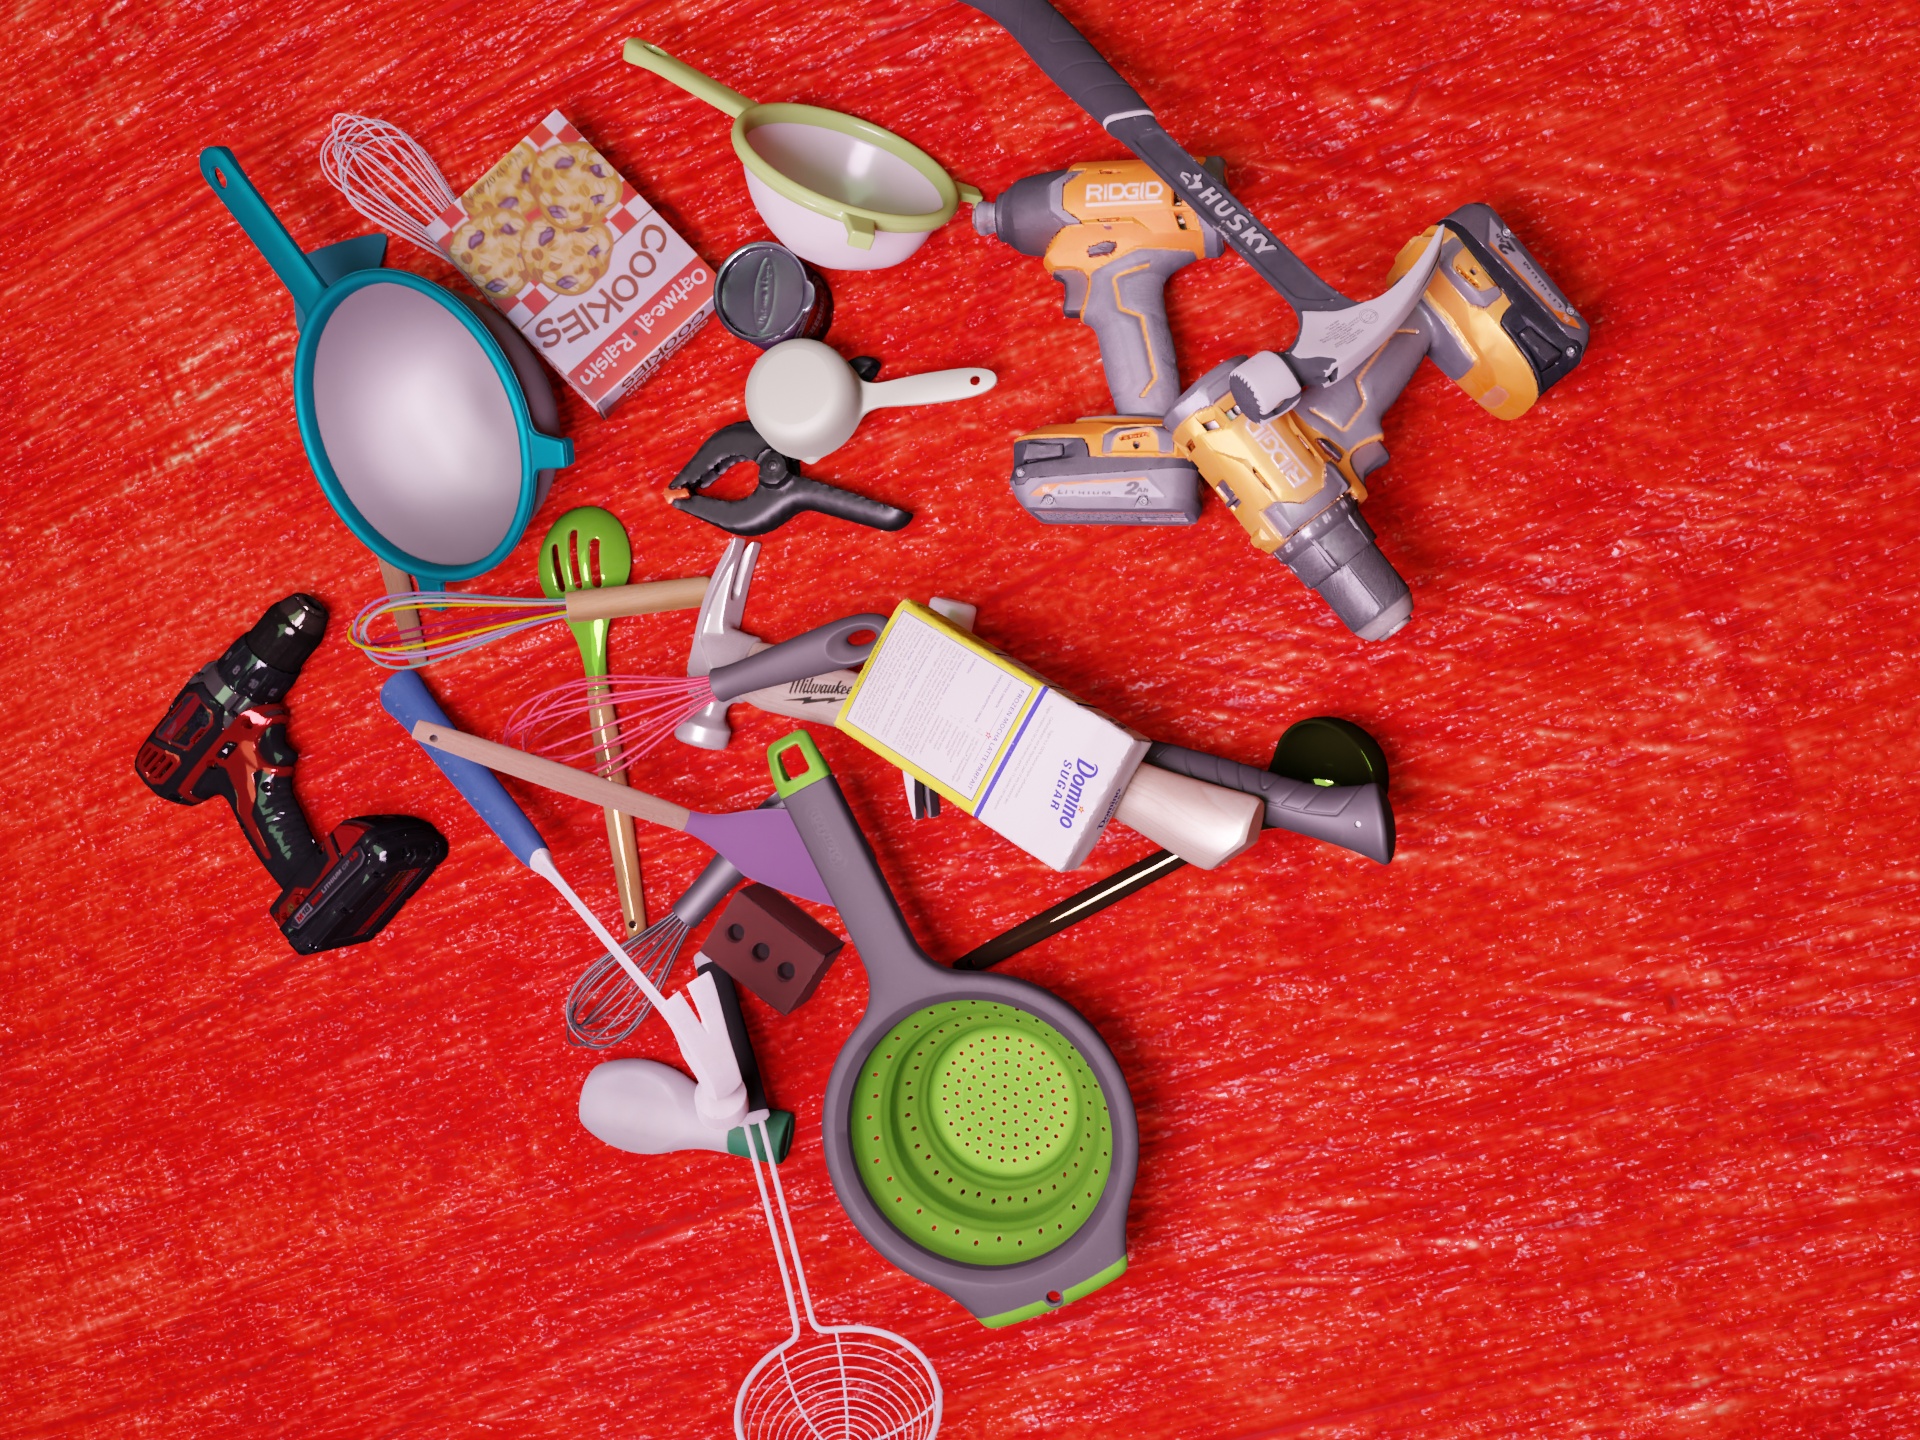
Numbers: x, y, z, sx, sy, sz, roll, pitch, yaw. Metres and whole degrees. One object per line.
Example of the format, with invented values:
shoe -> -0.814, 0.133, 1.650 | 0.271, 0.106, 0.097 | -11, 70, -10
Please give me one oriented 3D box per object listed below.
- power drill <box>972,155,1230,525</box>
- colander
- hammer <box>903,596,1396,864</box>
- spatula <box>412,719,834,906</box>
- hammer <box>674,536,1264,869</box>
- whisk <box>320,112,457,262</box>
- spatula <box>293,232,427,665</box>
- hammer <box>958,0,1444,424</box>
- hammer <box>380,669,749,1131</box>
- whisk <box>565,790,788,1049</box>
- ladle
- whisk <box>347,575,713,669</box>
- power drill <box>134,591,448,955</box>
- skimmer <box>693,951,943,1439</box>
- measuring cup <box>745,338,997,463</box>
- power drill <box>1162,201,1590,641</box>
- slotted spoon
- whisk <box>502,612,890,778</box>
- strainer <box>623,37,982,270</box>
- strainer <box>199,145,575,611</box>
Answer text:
power drill -> 0.084, -0.242, 1.010 | 0.164, 0.084, 0.226 | 3, 89, 14
colander -> -0.017, 0.186, 1.043 | 0.204, 0.094, 0.397 | -28, 86, 13
hammer -> 0.109, 0.030, 1.001 | 0.335, 0.035, 0.146 | 17, 98, 26
spatula -> -0.206, 0.056, 1.058 | 0.315, 0.018, 0.059 | 20, 102, -15
hammer -> -0.002, -0.003, 1.018 | 0.411, 0.038, 0.146 | 17, 96, 25
whisk -> -0.342, -0.327, 1.123 | 0.284, 0.070, 0.070 | 42, 101, 4
spatula -> -0.430, -0.196, 1.166 | 0.082, 0.044, 0.317 | -12, 94, 13
hammer -> 0.117, -0.352, 0.955 | 0.149, 0.036, 0.409 | -33, 65, -5
hammer -> -0.274, 0.096, 1.061 | 0.035, 0.144, 0.406 | -34, 60, -25
whisk -> -0.191, 0.136, 1.103 | 0.055, 0.055, 0.239 | 42, 93, 8
ladle -> 0.127, 0.094, 1.026 | 0.320, 0.062, 0.078 | -30, 81, 16
whisk -> -0.290, -0.071, 1.085 | 0.245, 0.047, 0.051 | -8, 99, -11
power drill -> -0.480, 0.037, 1.162 | 0.227, 0.080, 0.188 | 46, 101, 11
skimmer -> -0.115, 0.308, 1.025 | 0.127, 0.090, 0.364 | -11, 66, -19
measuring cup -> -0.061, -0.217, 1.034 | 0.167, 0.038, 0.083 | -5, 82, 14
power drill -> 0.258, -0.172, 0.935 | 0.226, 0.084, 0.185 | -37, 86, -8
slotted spoon -> -0.251, 0.003, 1.128 | 0.070, 0.031, 0.314 | -8, 92, 10
whisk -> -0.177, -0.017, 1.052 | 0.296, 0.073, 0.073 | -18, 88, 17
strainer -> -0.124, -0.362, 1.041 | 0.256, 0.151, 0.069 | 33, 129, 13
strainer -> -0.388, -0.259, 1.098 | 0.211, 0.095, 0.340 | -38, 89, 36
